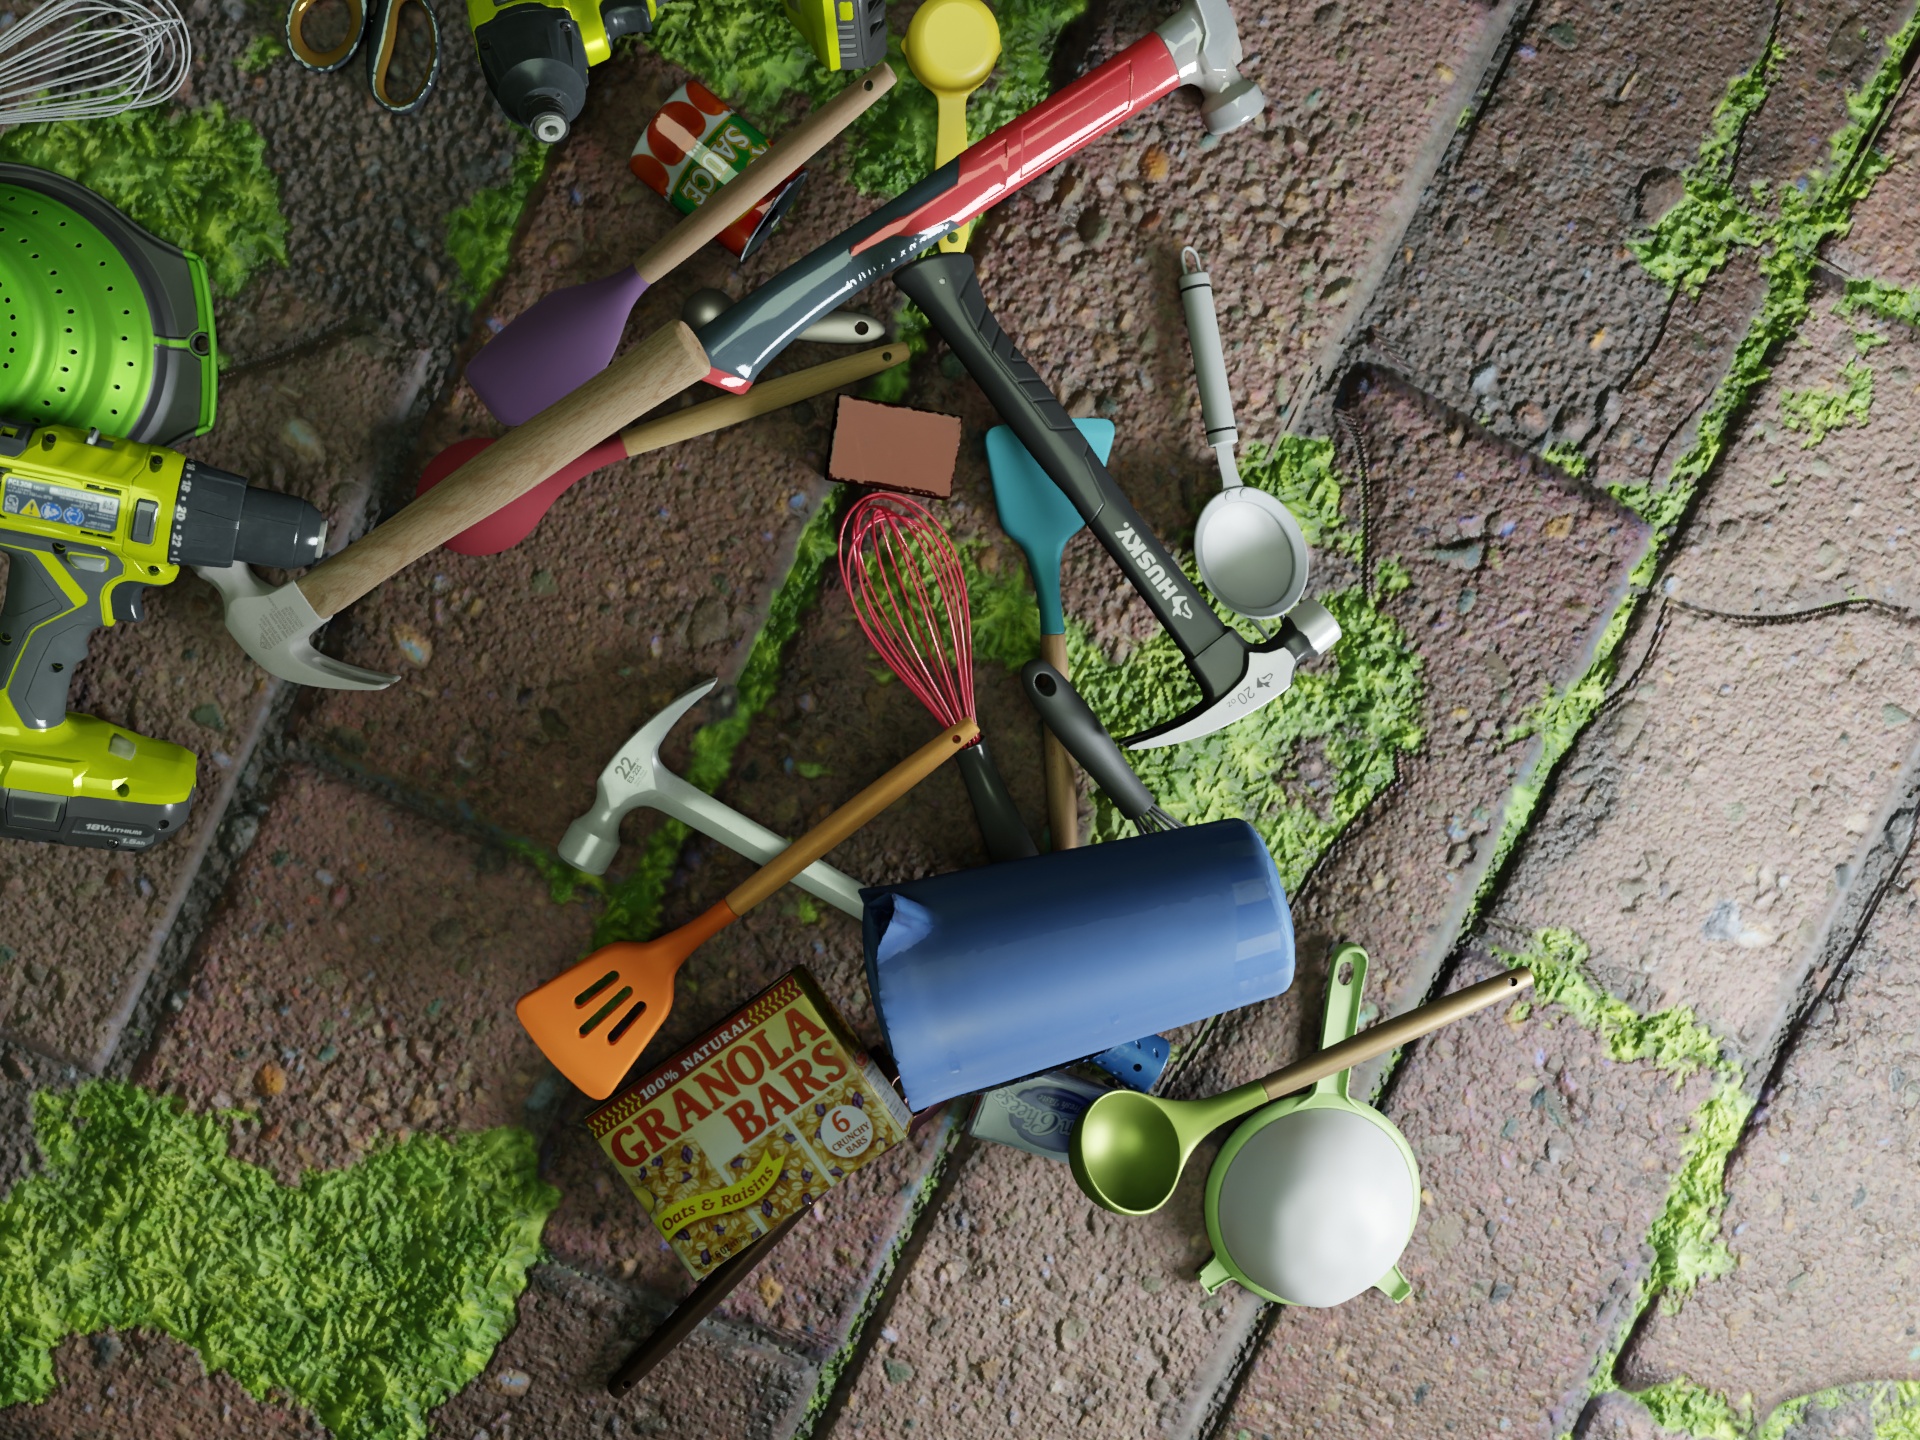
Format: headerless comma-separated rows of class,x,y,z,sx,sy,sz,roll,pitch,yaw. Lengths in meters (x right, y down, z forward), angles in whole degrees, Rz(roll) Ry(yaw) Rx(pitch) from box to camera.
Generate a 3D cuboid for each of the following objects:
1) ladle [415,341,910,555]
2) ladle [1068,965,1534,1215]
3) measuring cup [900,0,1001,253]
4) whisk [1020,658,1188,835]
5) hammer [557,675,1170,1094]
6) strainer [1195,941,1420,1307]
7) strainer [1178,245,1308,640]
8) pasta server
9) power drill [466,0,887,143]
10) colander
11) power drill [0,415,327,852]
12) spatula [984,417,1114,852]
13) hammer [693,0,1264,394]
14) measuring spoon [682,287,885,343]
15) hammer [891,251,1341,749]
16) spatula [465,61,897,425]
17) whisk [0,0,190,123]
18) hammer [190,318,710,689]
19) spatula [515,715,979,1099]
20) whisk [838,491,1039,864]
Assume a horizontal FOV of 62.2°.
ladle,-0.179,-0.175,0.966,0.315,0.031,0.069,-20,101,-5
ladle,0.218,0.224,1.007,0.320,0.062,0.078,-23,80,0
measuring cup,-0.004,-0.359,0.961,0.062,0.029,0.156,-1,97,-6
whisk,0.114,0.052,1.001,0.055,0.055,0.238,-40,106,-1
hammer,-0.042,0.121,1.012,0.405,0.035,0.144,31,93,-9
strainer,0.248,0.277,1.046,0.151,0.069,0.256,5,98,-7
strainer,0.166,-0.170,0.999,0.087,0.050,0.258,-12,92,-28
pasta server,-0.118,0.324,1.034,0.060,0.040,0.316,43,95,-10
power drill,-0.160,-0.403,0.885,0.223,0.080,0.171,-15,63,-6
colander,-0.630,-0.212,0.874,0.397,0.094,0.204,-1,97,-7
power drill,-0.471,-0.047,0.889,0.190,0.080,0.228,11,110,-24
spatula,0.061,-0.028,1.002,0.082,0.044,0.317,-6,99,-13
hammer,-0.009,-0.326,0.941,0.386,0.038,0.143,-33,113,-2
measuring spoon,-0.107,-0.243,0.969,0.124,0.018,0.034,2,96,-8
hammer,0.072,-0.134,0.942,0.146,0.035,0.334,-38,98,-1
spatula,-0.161,-0.269,0.909,0.316,0.018,0.059,-33,100,20
whisk,-0.568,-0.345,0.888,0.284,0.070,0.070,-20,99,0
hammer,-0.287,-0.127,0.923,0.331,0.031,0.130,-30,102,11
spatula,-0.119,0.101,0.959,0.322,0.041,0.081,-37,101,3
whisk,-0.002,-0.003,0.993,0.073,0.073,0.295,-23,105,-3
